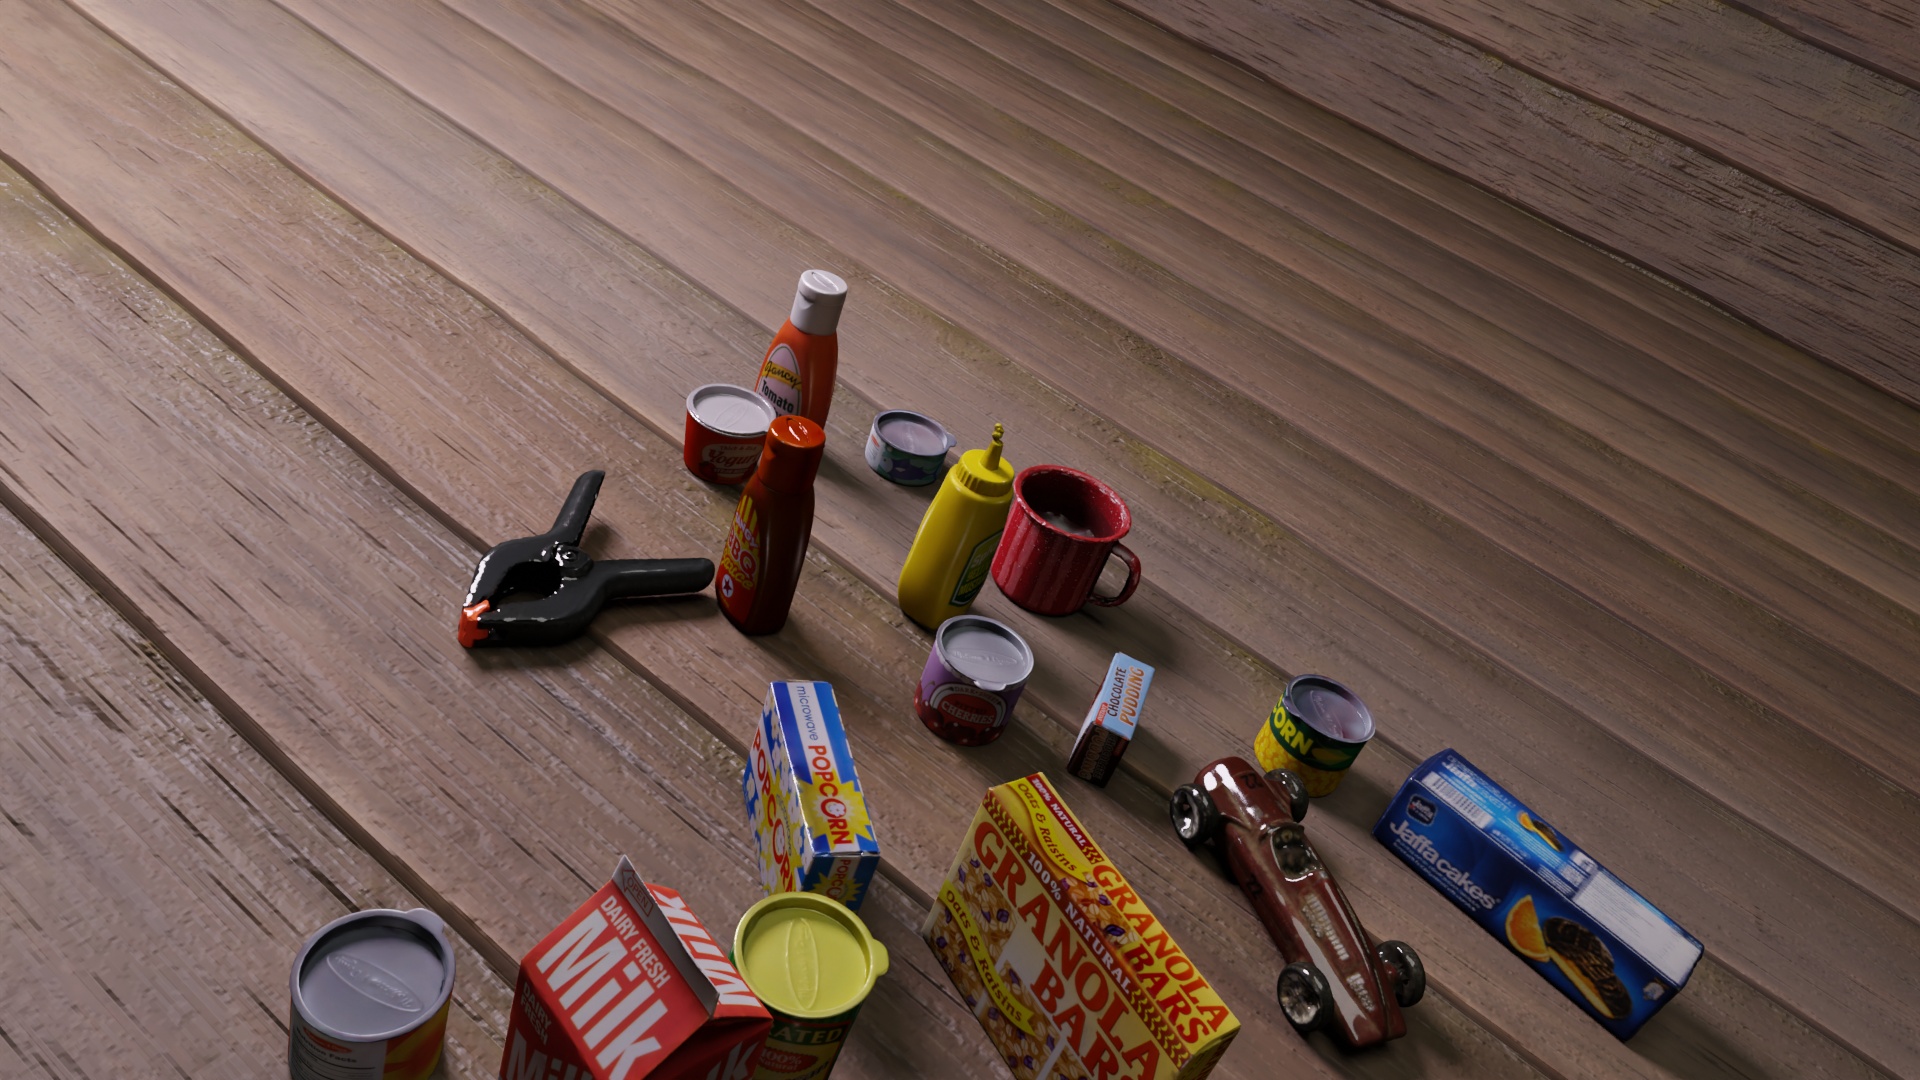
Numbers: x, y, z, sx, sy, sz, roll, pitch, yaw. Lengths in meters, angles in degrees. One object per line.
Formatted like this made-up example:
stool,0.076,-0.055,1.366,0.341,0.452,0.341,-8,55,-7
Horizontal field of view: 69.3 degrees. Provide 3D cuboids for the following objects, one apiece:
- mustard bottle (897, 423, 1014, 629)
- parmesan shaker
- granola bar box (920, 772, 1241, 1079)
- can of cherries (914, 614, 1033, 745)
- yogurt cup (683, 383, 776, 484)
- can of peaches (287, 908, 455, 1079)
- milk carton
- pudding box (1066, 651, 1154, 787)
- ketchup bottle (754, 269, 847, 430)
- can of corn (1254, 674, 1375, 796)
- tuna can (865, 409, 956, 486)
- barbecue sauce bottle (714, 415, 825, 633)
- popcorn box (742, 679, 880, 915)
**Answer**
mustard bottle,0.003,-0.012,0.966,0.049,0.159,0.065,34,36,19
parmesan shaker,-0.081,0.223,0.648,0.071,0.102,0.072,14,35,-10
granola bar box,0.055,0.221,0.705,0.039,0.123,0.166,-9,44,-37
can of cherries,0.008,0.094,0.913,0.071,0.058,0.072,14,35,-10
yogurt cup,-0.179,-0.079,1.056,0.072,0.053,0.073,14,35,-10
can of peaches,-0.259,0.207,0.616,0.071,0.057,0.071,14,35,-10
milk carton,-0.134,0.212,0.557,0.074,0.189,0.072,-16,49,-42
pudding box,0.102,0.119,0.935,0.030,0.049,0.084,25,34,5
ketchup bottle,-0.123,-0.138,1.082,0.065,0.148,0.044,39,38,24
can of corn,0.247,0.138,0.979,0.071,0.058,0.071,14,35,-10
tuna can,-0.041,-0.076,1.143,0.071,0.032,0.071,14,35,-10
barbecue sauce bottle,-0.123,-0.012,0.909,0.044,0.147,0.065,-6,42,-34
popcorn box,-0.085,0.150,0.762,0.038,0.084,0.127,4,38,-24
